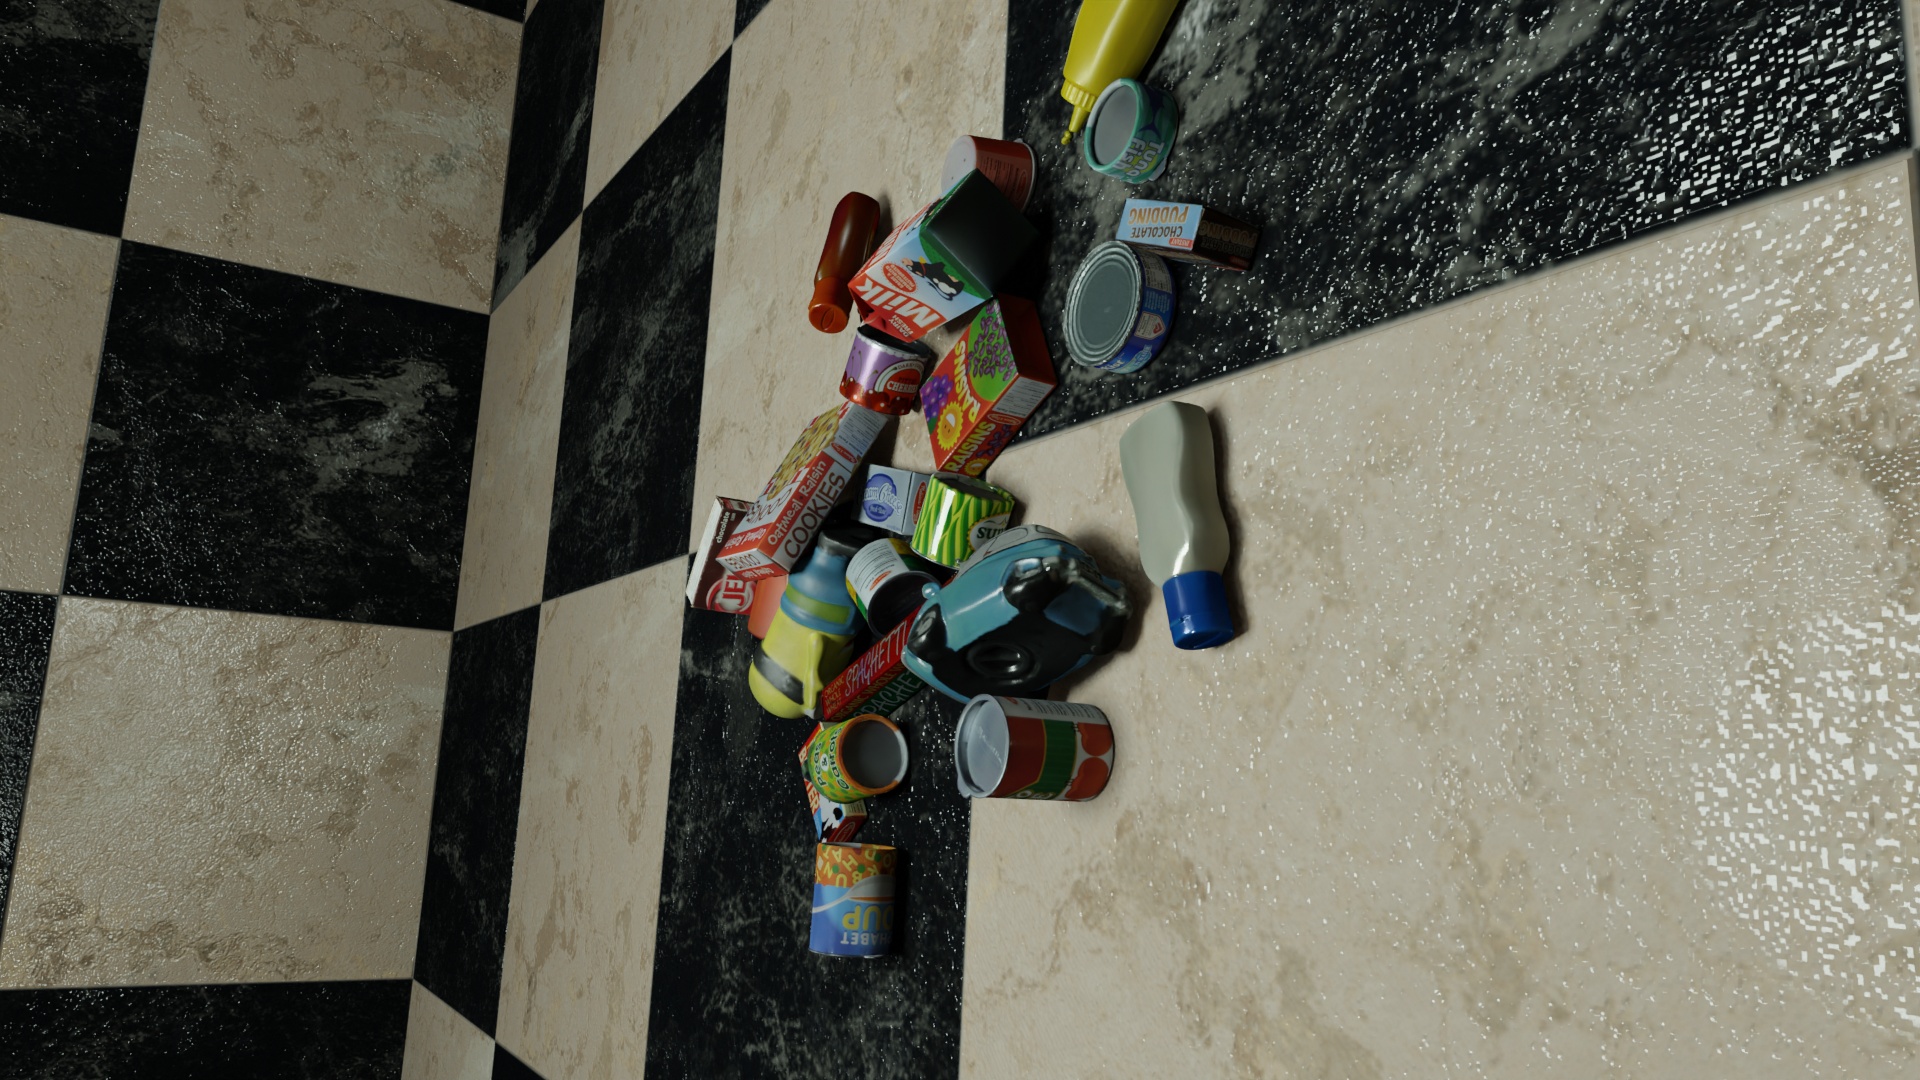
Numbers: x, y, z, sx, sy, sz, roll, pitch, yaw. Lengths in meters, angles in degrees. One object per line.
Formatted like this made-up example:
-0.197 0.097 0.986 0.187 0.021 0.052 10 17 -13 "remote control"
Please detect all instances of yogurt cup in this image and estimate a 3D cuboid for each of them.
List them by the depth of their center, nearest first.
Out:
0.020 -0.288 1.101 0.072 0.054 0.072 -21 65 56 "yogurt cup"

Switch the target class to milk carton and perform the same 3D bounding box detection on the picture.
-0.025 -0.218 1.109 0.072 0.073 0.190 -54 18 -21 "milk carton"

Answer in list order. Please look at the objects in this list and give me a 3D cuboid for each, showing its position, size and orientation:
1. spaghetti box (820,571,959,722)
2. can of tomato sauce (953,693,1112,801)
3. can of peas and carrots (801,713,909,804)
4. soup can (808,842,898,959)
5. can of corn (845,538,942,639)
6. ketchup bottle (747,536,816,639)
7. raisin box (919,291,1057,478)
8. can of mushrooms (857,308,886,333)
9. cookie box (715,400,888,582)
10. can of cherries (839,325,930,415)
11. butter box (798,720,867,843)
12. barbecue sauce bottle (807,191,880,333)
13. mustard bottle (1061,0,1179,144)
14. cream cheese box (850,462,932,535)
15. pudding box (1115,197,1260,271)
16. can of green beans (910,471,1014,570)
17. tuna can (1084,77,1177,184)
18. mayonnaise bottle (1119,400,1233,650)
-0.036 0.089 1.098 0.249 0.050 0.029 -42 47 47 "spaghetti box"
0.047 0.139 0.910 0.071 0.083 0.071 -23 63 56 "can of tomato sauce"
-0.086 0.179 1.137 0.058 0.071 0.071 -29 58 53 "can of peas and carrots"
-0.083 0.286 1.109 0.071 0.071 0.084 -11 72 58 "soup can"
-0.052 0.041 1.127 0.058 0.071 0.071 51 126 53 "can of corn"
-0.167 0.023 1.343 0.065 0.043 0.148 21 100 53 "ketchup bottle"
0.019 -0.118 1.072 0.122 0.040 0.086 -48 44 41 "raisin box"
-0.063 -0.213 1.242 0.071 0.033 0.071 -21 65 56 "can of mushrooms"
-0.142 -0.043 1.244 0.168 0.040 0.122 -59 19 -19 "cookie box"
-0.064 -0.145 1.194 0.072 0.071 0.058 47 122 54 "can of cherries"
-0.113 0.214 1.219 0.053 0.024 0.104 -57 38 34 "butter box"
-0.109 -0.252 1.276 0.064 0.044 0.149 123 162 -48 "barbecue sauce bottle"
0.108 -0.353 0.976 0.159 0.049 0.065 -64 34 27 "mustard bottle"
-0.060 -0.036 1.198 0.104 0.024 0.053 15 95 60 "cream cheese box"
0.142 -0.193 0.874 0.084 0.050 0.030 30 107 57 "pudding box"
0.002 -0.014 1.046 0.071 0.071 0.057 39 116 56 "can of green beans"
0.117 -0.280 0.956 0.071 0.033 0.071 -24 61 55 "tuna can"
0.134 -0.008 0.846 0.064 0.041 0.148 -40 50 51 "mayonnaise bottle"
